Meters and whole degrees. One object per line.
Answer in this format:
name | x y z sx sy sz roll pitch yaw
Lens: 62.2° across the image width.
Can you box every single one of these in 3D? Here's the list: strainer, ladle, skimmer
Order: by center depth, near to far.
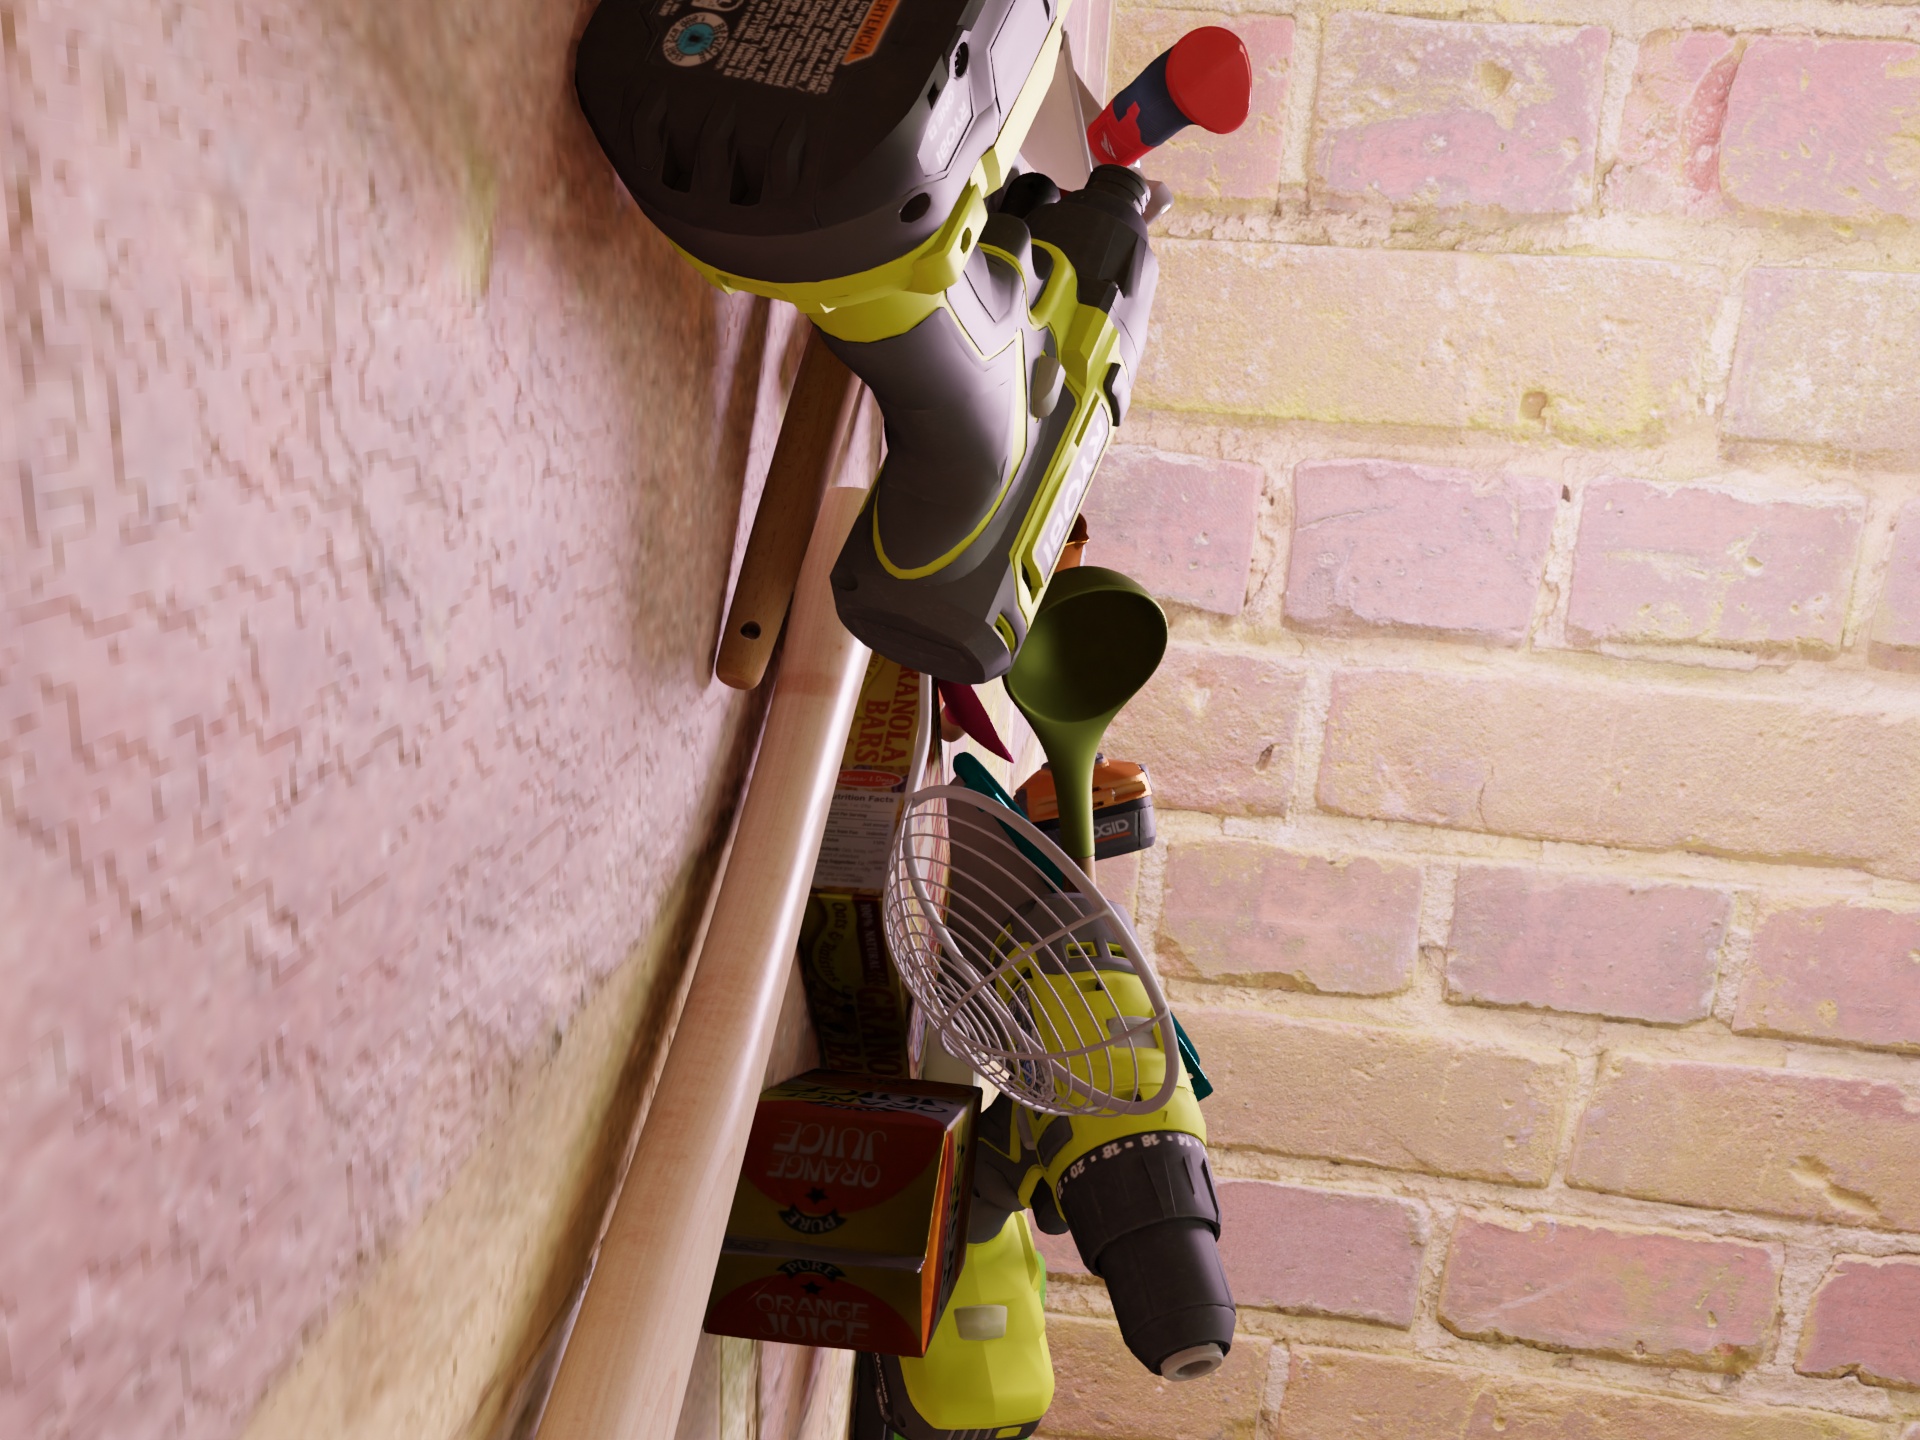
skimmer | 0.016 -0.035 0.592 0.127 0.090 0.364 105 -15 -58
ladle | 0.059 0.090 0.727 0.062 0.078 0.320 -168 -105 -73
strainer | 0.044 -0.360 0.770 0.087 0.050 0.258 -85 170 -66
strainer | 0.023 0.127 0.921 0.211 0.095 0.340 53 -4 -3

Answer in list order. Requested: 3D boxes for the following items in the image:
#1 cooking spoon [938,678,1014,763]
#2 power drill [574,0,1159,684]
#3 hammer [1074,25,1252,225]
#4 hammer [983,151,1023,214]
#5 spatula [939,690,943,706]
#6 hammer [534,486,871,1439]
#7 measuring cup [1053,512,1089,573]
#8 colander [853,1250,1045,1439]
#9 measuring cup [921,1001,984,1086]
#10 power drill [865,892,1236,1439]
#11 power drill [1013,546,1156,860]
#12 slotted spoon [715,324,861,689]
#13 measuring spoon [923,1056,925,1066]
cooking spoon | -0.001 -0.003 0.789 0.069 0.017 0.319 60 -3 2
power drill | 0.001 -0.127 0.411 0.171 0.080 0.223 -66 161 -15
hammer | 0.089 -0.340 0.862 0.143 0.038 0.386 51 7 -12
hammer | 0.003 -0.291 0.762 0.331 0.033 0.128 -65 158 -72
spatula | 0.006 -0.152 0.948 0.081 0.041 0.323 87 6 -62
hammer | -0.062 0.081 0.438 0.411 0.038 0.146 -79 173 -45
measuring cup | -0.004 -0.060 0.737 0.174 0.095 0.052 -43 146 -53
colander | 0.000 0.301 0.885 0.205 0.094 0.396 -78 170 -51
measuring cup | -0.009 0.195 1.001 0.167 0.038 0.083 72 24 -69
power drill | 0.031 0.211 0.666 0.191 0.080 0.228 -106 -147 -41
power drill | 0.056 -0.026 1.042 0.185 0.084 0.226 -177 -106 -84
slotted spoon | -0.030 -0.153 0.505 0.031 0.070 0.314 119 -15 -68
measuring spoon | -0.029 0.166 0.913 0.124 0.018 0.034 -88 169 -81
